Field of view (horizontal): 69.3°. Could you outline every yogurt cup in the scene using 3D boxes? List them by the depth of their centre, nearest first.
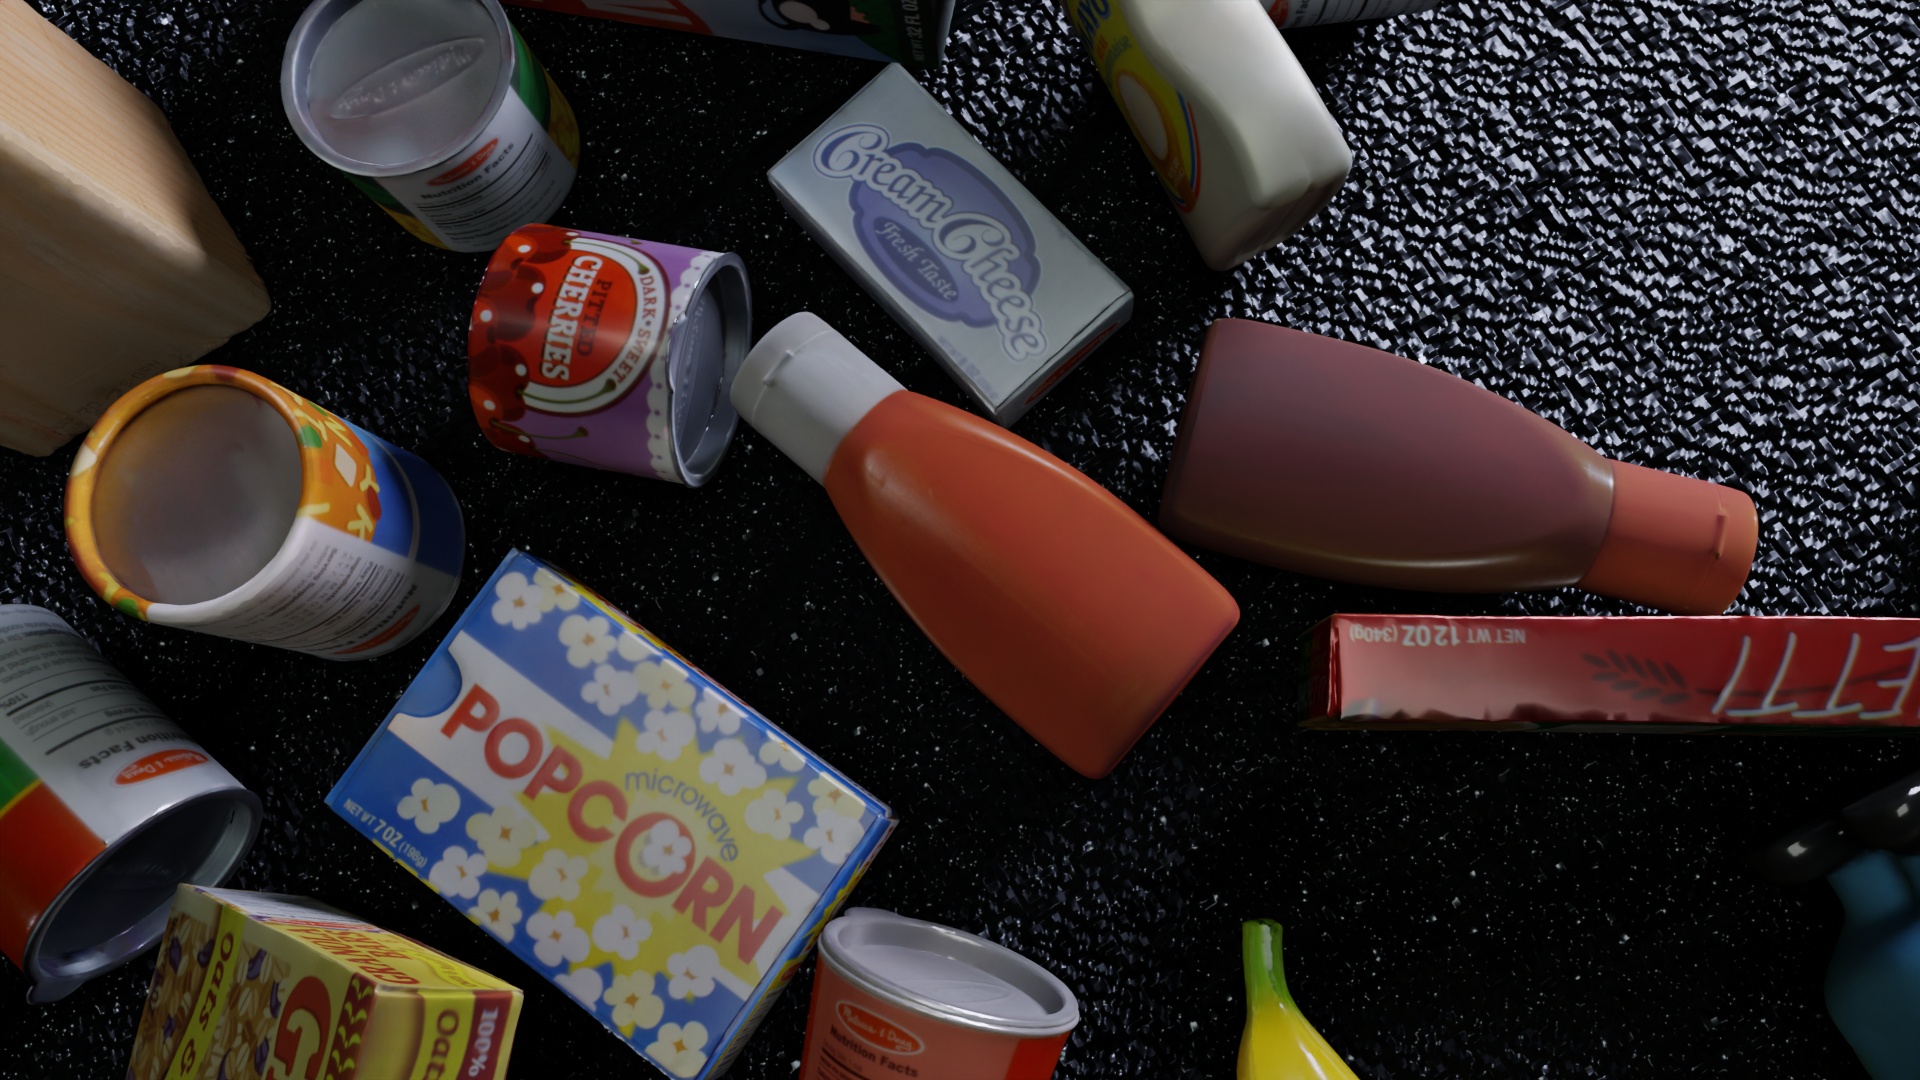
[{"bbox_3d":[-0.009,0.132,0.348,0.072,0.072,0.054,16,89,7],"label":"yogurt cup"}]

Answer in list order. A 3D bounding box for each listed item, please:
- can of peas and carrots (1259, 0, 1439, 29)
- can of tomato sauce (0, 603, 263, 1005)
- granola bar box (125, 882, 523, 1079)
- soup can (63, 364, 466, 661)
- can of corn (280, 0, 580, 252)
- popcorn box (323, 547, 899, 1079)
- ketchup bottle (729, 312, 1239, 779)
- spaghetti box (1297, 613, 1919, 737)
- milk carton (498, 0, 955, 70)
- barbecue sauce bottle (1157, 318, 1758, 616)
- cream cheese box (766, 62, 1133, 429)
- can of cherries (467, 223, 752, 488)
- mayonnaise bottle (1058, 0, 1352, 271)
[{"bbox_3d":[0.106,-0.186,0.401,0.059,0.071,0.071,-6,79,2],"label":"can of peas and carrots"},{"bbox_3d":[-0.247,0.069,0.375,0.083,0.071,0.071,38,84,11],"label":"can of tomato sauce"},{"bbox_3d":[-0.167,0.176,0.329,0.124,0.039,0.166,0,76,43],"label":"granola bar box"},{"bbox_3d":[-0.185,-0.007,0.376,0.071,0.083,0.071,-1,79,4],"label":"soup can"},{"bbox_3d":[-0.155,-0.128,0.411,0.071,0.058,0.071,-1,79,4],"label":"can of corn"},{"bbox_3d":[-0.092,0.073,0.377,0.127,0.038,0.085,34,84,9],"label":"popcorn box"},{"bbox_3d":[0.001,-0.005,0.384,0.149,0.043,0.064,40,92,11],"label":"ketchup bottle"},{"bbox_3d":[0.216,0.036,0.358,0.250,0.050,0.029,0,80,4],"label":"spaghetti box"},{"bbox_3d":[-0.094,-0.204,0.416,0.191,0.072,0.073,11,80,5],"label":"milk carton"},{"bbox_3d":[0.133,-0.014,0.377,0.148,0.043,0.065,14,80,6],"label":"barbecue sauce bottle"},{"bbox_3d":[-0.004,-0.087,0.410,0.053,0.024,0.104,-42,79,-5],"label":"cream cheese box"},{"bbox_3d":[-0.096,-0.053,0.386,0.058,0.071,0.071,11,80,6],"label":"can of cherries"},{"bbox_3d":[0.054,-0.152,0.393,0.041,0.064,0.148,-29,84,-7],"label":"mayonnaise bottle"}]
